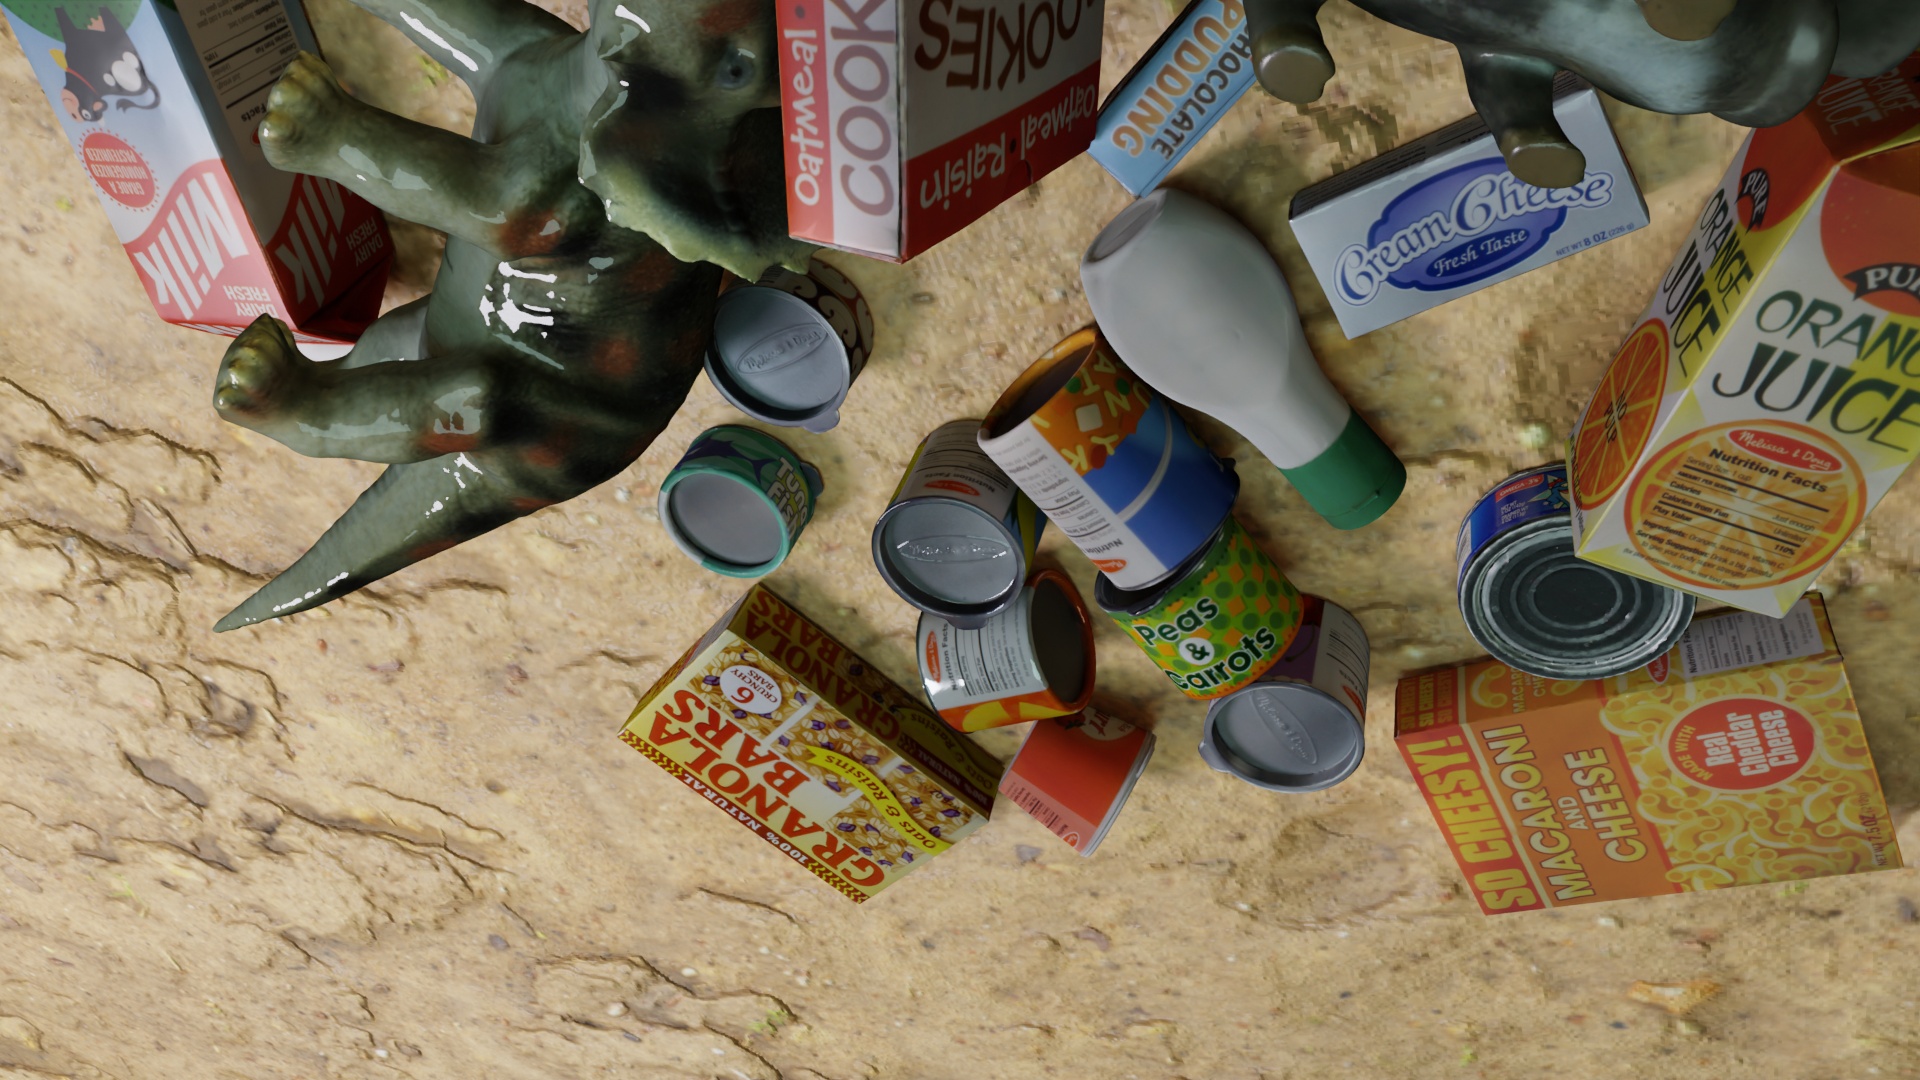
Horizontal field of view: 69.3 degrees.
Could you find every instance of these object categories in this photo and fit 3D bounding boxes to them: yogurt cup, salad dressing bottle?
[{"bbox_3d":[0.054,0.109,0.664,0.054,0.073,0.072,30,132,6],"label":"yogurt cup"},{"bbox_3d":[0.108,-0.063,0.516,0.064,0.044,0.147,-40,111,18],"label":"salad dressing bottle"}]

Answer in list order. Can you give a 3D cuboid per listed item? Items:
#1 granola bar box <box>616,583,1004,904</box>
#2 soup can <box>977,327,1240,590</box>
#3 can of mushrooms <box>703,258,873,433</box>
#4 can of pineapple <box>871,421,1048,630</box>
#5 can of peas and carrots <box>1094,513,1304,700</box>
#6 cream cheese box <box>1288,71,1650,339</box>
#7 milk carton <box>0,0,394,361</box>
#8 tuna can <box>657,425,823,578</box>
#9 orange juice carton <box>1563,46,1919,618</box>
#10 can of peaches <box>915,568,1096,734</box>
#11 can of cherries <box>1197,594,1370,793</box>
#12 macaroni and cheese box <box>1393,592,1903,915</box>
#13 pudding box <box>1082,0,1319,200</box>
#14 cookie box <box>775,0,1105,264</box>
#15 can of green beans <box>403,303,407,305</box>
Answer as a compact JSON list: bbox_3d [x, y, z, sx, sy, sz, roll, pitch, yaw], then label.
[{"bbox_3d":[-0.079,0.111,0.729,0.165,0.039,0.123,38,129,-13],"label":"granola bar box"},{"bbox_3d":[0.059,-0.034,0.546,0.071,0.072,0.083,-32,111,36],"label":"soup can"},{"bbox_3d":[-0.070,-0.081,0.574,0.071,0.034,0.070,10,129,12],"label":"can of mushrooms"},{"bbox_3d":[0.002,-0.007,0.591,0.071,0.058,0.070,10,130,12],"label":"can of pineapple"},{"bbox_3d":[0.099,0.025,0.574,0.070,0.071,0.058,-29,114,35],"label":"can of peas and carrots"},{"bbox_3d":[0.169,-0.112,0.469,0.103,0.024,0.053,-20,117,32],"label":"cream cheese box"},{"bbox_3d":[-0.301,-0.152,0.572,0.072,0.074,0.189,5,129,16],"label":"milk carton"},{"bbox_3d":[-0.101,-0.017,0.637,0.071,0.033,0.070,10,130,12],"label":"tuna can"},{"bbox_3d":[0.268,-0.073,0.432,0.073,0.072,0.191,18,132,5],"label":"orange juice carton"},{"bbox_3d":[0.023,0.050,0.627,0.058,0.071,0.071,-15,121,29],"label":"can of peaches"},{"bbox_3d":[0.139,0.066,0.601,0.071,0.059,0.071,10,131,11],"label":"can of cherries"},{"bbox_3d":[0.285,0.096,0.585,0.166,0.040,0.123,-16,121,29],"label":"macaroni and cheese box"},{"bbox_3d":[0.078,-0.155,0.449,0.030,0.050,0.083,38,130,-11],"label":"pudding box"},{"bbox_3d":[0.001,-0.172,0.365,0.040,0.123,0.166,17,126,24],"label":"cookie box"},{"bbox_3d":[-0.225,-0.066,0.620,0.058,0.071,0.070,18,131,5],"label":"can of green beans"}]
